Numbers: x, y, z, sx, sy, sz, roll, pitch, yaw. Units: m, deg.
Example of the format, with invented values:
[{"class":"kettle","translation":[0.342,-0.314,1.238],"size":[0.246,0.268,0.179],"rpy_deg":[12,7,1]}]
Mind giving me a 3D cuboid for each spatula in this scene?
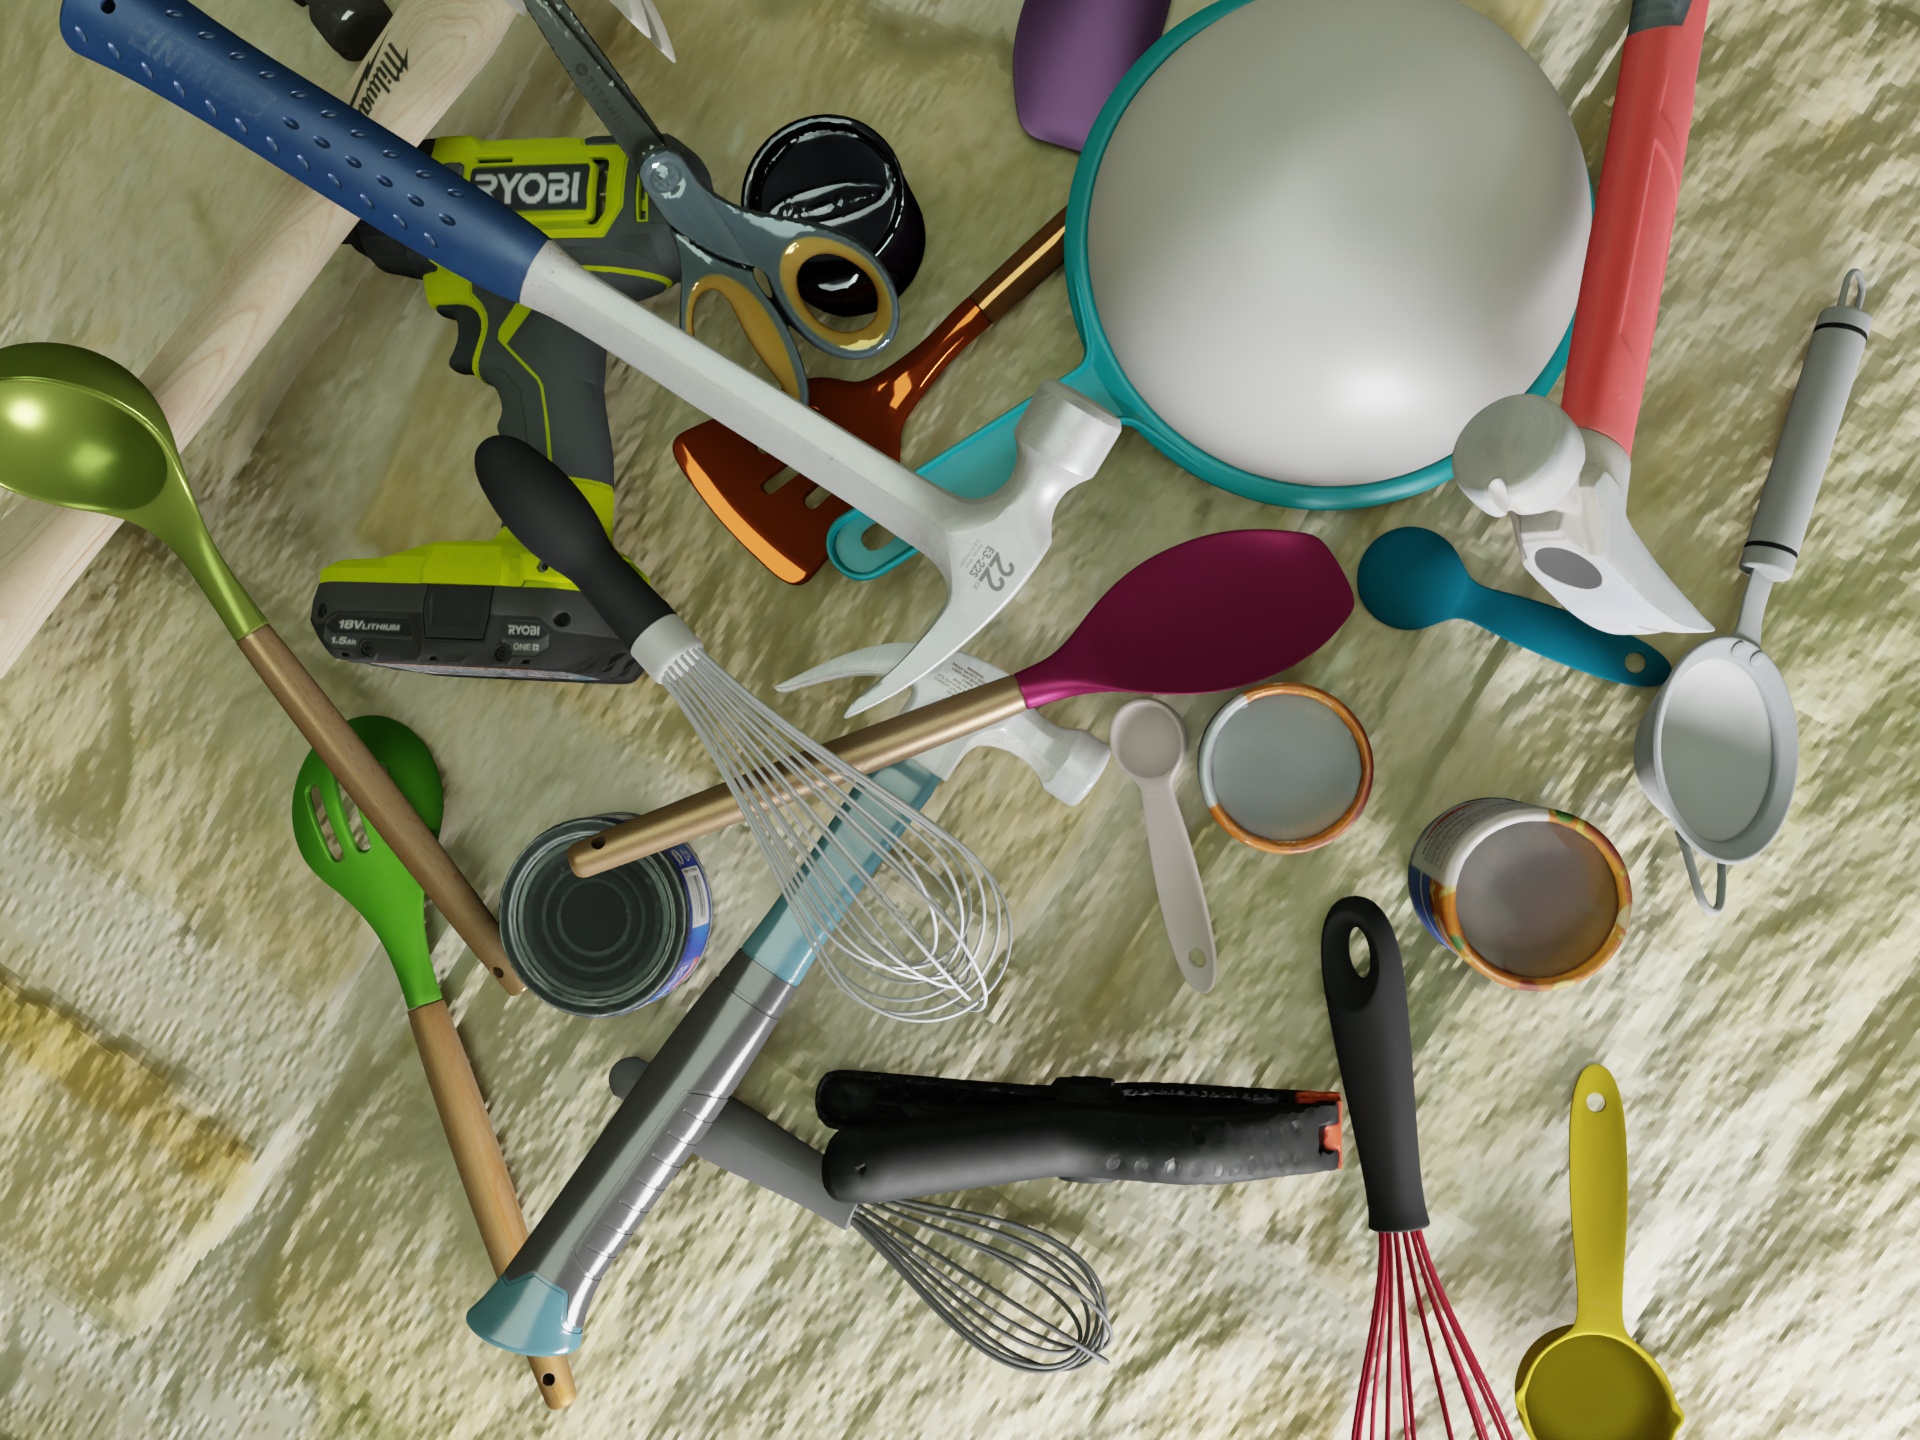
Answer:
[{"class":"spatula","translation":[0.026,-0.186,0.652],"size":[0.322,0.041,0.081],"rpy_deg":[-41,88,5]},{"class":"spatula","translation":[0.088,-0.390,0.657],"size":[0.060,0.018,0.316],"rpy_deg":[19,93,4]}]

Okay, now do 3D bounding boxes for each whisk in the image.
[{"class":"whisk","translation":[-0.044,0.200,0.655],"size":[0.239,0.055,0.055],"rpy_deg":[26,93,12]},{"class":"whisk","translation":[0.174,0.216,0.617],"size":[0.073,0.073,0.296],"rpy_deg":[-8,82,8]},{"class":"whisk","translation":[-0.087,-0.002,0.581],"size":[0.070,0.070,0.285],"rpy_deg":[-44,79,6]}]

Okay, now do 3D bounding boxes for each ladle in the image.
[{"class":"ladle","translation":[-0.275,-0.008,0.637],"size":[0.078,0.062,0.320],"rpy_deg":[-23,108,29]}]

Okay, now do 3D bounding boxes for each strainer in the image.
[{"class":"strainer","translation":[0.092,-0.154,0.594],"size":[0.340,0.095,0.211],"rpy_deg":[-33,91,0]},{"class":"strainer","translation":[0.305,-0.053,0.609],"size":[0.086,0.050,0.258],"rpy_deg":[22,85,-28]}]

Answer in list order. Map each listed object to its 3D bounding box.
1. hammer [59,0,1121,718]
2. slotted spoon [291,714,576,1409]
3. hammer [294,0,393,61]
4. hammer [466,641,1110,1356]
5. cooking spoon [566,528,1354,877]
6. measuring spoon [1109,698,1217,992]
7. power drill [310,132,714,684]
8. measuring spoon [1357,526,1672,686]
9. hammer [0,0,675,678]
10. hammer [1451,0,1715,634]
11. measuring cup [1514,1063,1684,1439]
[{"class":"hammer","translation":[-0.150,-0.153,0.584],"size":[0.405,0.035,0.144],"rpy_deg":[32,104,1]},{"class":"slotted spoon","translation":[-0.223,0.147,0.692],"size":[0.070,0.031,0.314],"rpy_deg":[-20,88,3]},{"class":"hammer","translation":[-0.176,-0.455,0.689],"size":[0.359,0.036,0.149],"rpy_deg":[-37,84,7]},{"class":"hammer","translation":[-0.083,0.111,0.637],"size":[0.128,0.033,0.331],"rpy_deg":[35,86,-1]},{"class":"cooking spoon","translation":[-0.001,-0.002,0.616],"size":[0.319,0.017,0.069],"rpy_deg":[-21,62,-1]},{"class":"measuring spoon","translation":[0.089,0.050,0.653],"size":[0.034,0.018,0.124],"rpy_deg":[-10,94,37]},{"class":"power drill","translation":[-0.197,-0.131,0.669],"size":[0.171,0.080,0.223],"rpy_deg":[3,86,13]},{"class":"measuring spoon","translation":[0.221,-0.042,0.629],"size":[0.128,0.021,0.042],"rpy_deg":[22,92,8]},{"class":"hammer","translation":[-0.287,-0.166,0.649],"size":[0.410,0.038,0.146],"rpy_deg":[-47,70,10]},{"class":"hammer","translation":[0.261,-0.224,0.581],"size":[0.038,0.143,0.386],"rpy_deg":[0,69,46]},{"class":"measuring cup","translation":[0.248,0.215,0.625],"size":[0.062,0.029,0.156],"rpy_deg":[3,78,8]}]
